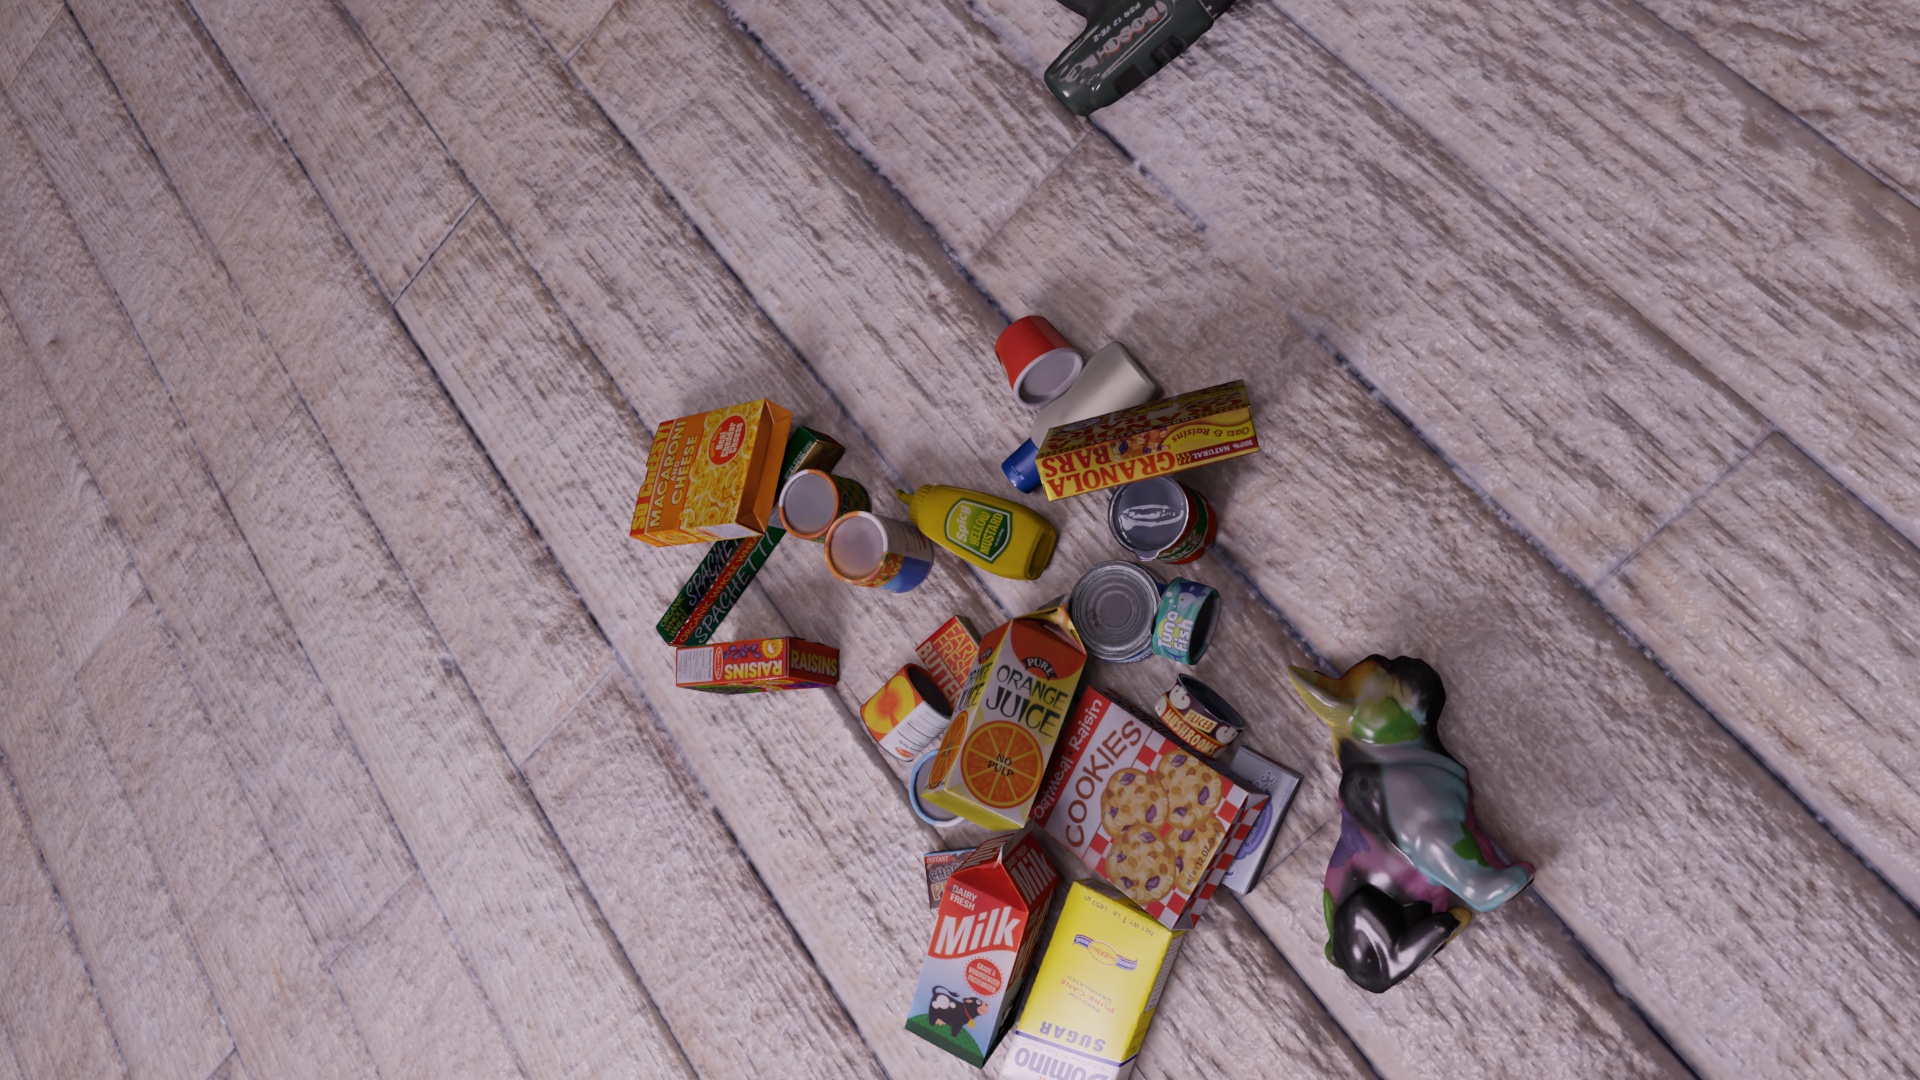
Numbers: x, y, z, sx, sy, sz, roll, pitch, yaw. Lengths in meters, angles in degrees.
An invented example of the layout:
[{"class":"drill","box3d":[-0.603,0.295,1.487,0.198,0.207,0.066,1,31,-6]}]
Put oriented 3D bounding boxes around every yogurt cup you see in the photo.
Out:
[{"class":"yogurt cup","box3d":[0.065,-0.158,1.204,0.072,0.072,0.054,-40,60,16]}]

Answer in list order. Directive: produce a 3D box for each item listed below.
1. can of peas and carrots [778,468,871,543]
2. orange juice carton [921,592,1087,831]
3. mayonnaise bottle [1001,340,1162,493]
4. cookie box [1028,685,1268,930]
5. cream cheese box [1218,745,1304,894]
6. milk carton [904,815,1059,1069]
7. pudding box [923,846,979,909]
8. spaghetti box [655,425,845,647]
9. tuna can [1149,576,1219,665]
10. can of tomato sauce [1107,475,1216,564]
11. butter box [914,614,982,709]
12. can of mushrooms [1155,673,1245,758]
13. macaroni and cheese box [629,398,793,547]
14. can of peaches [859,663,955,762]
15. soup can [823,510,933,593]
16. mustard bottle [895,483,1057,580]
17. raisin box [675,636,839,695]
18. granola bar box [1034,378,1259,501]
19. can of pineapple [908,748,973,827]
[{"class":"can of peas and carrots","box3d":[-0.123,-0.029,1.281,0.071,0.059,0.071,-4,81,27]},{"class":"orange juice carton","box3d":[0.043,0.133,1.135,0.073,0.071,0.193,26,70,-10]},{"class":"mayonnaise bottle","box3d":[0.099,-0.101,1.191,0.147,0.041,0.065,-42,73,17]},{"class":"cookie box","box3d":[0.142,0.209,1.105,0.168,0.040,0.122,33,98,38]},{"class":"cream cheese box","box3d":[0.223,0.219,1.089,0.053,0.024,0.103,26,94,29]},{"class":"milk carton","box3d":[0.022,0.316,1.119,0.073,0.072,0.190,21,107,19]},{"class":"pudding box","box3d":[0.014,0.285,1.181,0.083,0.030,0.050,-11,78,25]},{"class":"spaghetti box","box3d":[-0.201,0.000,1.320,0.029,0.050,0.249,43,102,27]},{"class":"tuna can","box3d":[0.179,0.065,1.108,0.033,0.071,0.071,18,91,27]},{"class":"can of tomato sauce","box3d":[0.165,-0.015,1.120,0.071,0.083,0.071,-4,81,26]},{"class":"butter box","box3d":[0.010,0.120,1.211,0.053,0.024,0.104,-42,67,15]},{"class":"can of mushrooms","box3d":[0.188,0.138,1.093,0.071,0.071,0.033,43,104,25]},{"class":"macaroni and cheese box","box3d":[-0.239,-0.062,1.316,0.166,0.040,0.124,-6,66,42]},{"class":"can of peaches","box3d":[-0.045,0.148,1.212,0.058,0.071,0.071,-44,66,15]},{"class":"soup can","box3d":[-0.075,0.012,1.236,0.071,0.084,0.071,-4,82,27]},{"class":"mustard bottle","box3d":[0.004,-0.015,1.220,0.160,0.049,0.065,21,91,27]},{"class":"raisin box","box3d":[-0.186,0.116,1.275,0.123,0.086,0.040,-7,75,26]},{"class":"granola bar box","box3d":[0.148,-0.080,1.097,0.165,0.124,0.039,-13,103,12]},{"class":"can of pineapple","box3d":[-0.004,0.208,1.186,0.071,0.058,0.071,-4,81,26]}]
